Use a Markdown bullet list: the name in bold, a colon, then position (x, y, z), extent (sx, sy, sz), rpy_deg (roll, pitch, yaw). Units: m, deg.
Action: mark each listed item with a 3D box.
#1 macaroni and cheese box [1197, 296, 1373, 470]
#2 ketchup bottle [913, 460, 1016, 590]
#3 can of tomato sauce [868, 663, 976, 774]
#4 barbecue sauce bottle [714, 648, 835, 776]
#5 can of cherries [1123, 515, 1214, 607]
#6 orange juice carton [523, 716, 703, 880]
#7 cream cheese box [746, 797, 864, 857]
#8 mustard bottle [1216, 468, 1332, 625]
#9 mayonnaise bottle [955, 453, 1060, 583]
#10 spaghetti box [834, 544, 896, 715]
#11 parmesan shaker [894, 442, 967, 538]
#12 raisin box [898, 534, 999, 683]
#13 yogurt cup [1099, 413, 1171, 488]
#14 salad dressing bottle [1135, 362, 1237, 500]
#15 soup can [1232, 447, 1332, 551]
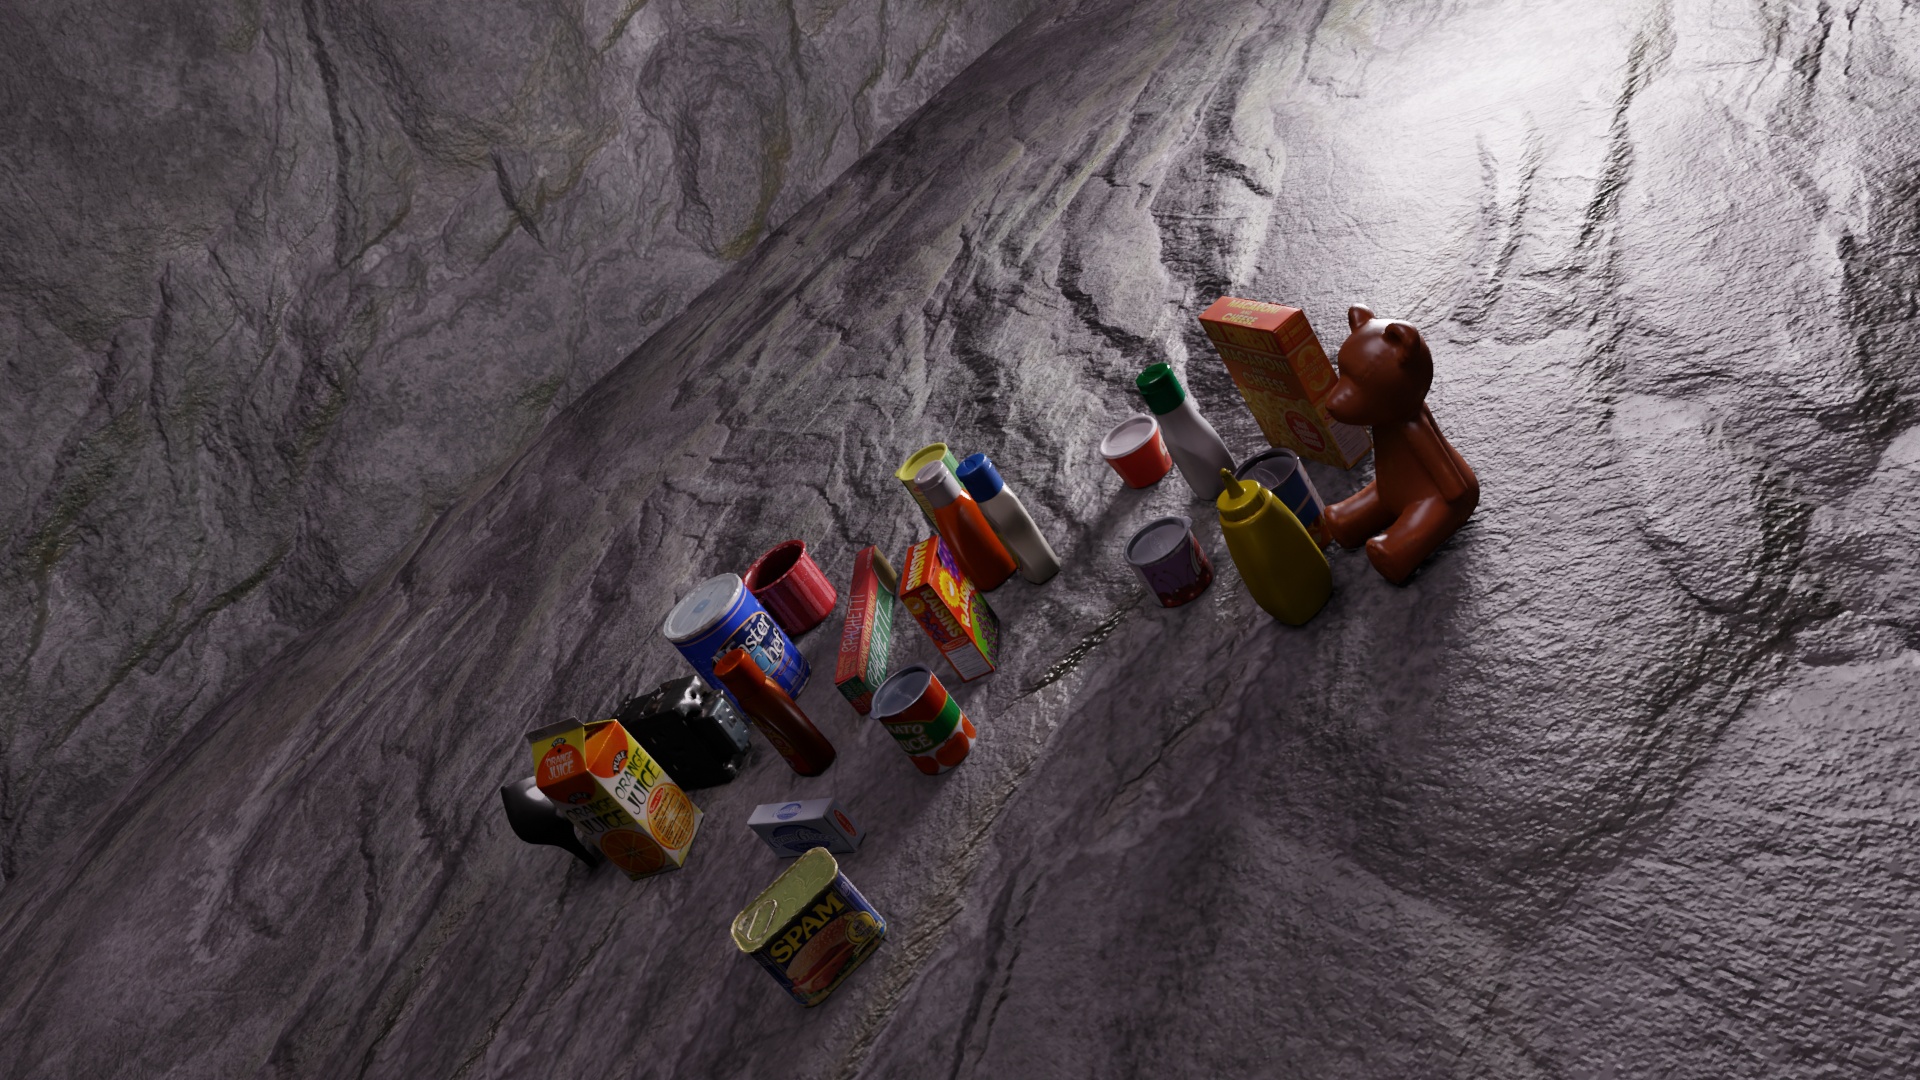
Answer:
- **macaroni and cheese box**: position (0.309, -0.152, 1.322), extent (0.040, 0.166, 0.124), rpy_deg (-41, 27, -10)
- **ketchup bottle**: position (0.005, -0.018, 1.475), extent (0.065, 0.148, 0.043), rpy_deg (-47, 28, -21)
- **can of tomato sauce**: position (-0.035, 0.168, 1.289), extent (0.071, 0.083, 0.071), rpy_deg (-27, 27, 16)
- **barbecue sauce bottle**: position (-0.187, 0.171, 1.387), extent (0.044, 0.148, 0.065), rpy_deg (-48, 29, -24)
- **can of cherries**: position (0.196, 0.019, 1.293), extent (0.071, 0.058, 0.072), rpy_deg (-27, 27, 16)
- **orange juice carton**: position (-0.353, 0.250, 1.400), extent (0.071, 0.192, 0.073), rpy_deg (-21, 30, 27)
- **cream cheese box**: position (-0.144, 0.267, 1.286), extent (0.103, 0.053, 0.024), rpy_deg (-13, 34, 37)
- **mustard bottle**: position (0.252, -0.003, 1.150), extent (0.065, 0.159, 0.049), rpy_deg (-44, 27, -17)
- **mayonnaise bottle**: position (0.047, -0.024, 1.435), extent (0.041, 0.147, 0.065), rpy_deg (-38, 26, -5)
- **spaghetti box**: position (-0.102, 0.094, 1.526), extent (0.028, 0.050, 0.251), rpy_deg (-27, 28, 17)
- **parmesan shaker**: position (-0.019, -0.052, 1.610), extent (0.071, 0.102, 0.071), rpy_deg (-27, 27, 16)
- **raisin box**: position (-0.009, 0.067, 1.379), extent (0.040, 0.123, 0.086), rpy_deg (-25, 28, 21)
- **yogurt cup**: position (0.190, -0.093, 1.488), extent (0.072, 0.053, 0.073), rpy_deg (-27, 27, 16)
- **salad dressing bottle**: position (0.223, -0.107, 1.370), extent (0.044, 0.147, 0.064), rpy_deg (-44, 27, -17)
- **soup can**: position (0.285, -0.029, 1.240), extent (0.071, 0.083, 0.072), rpy_deg (-27, 27, 16)
